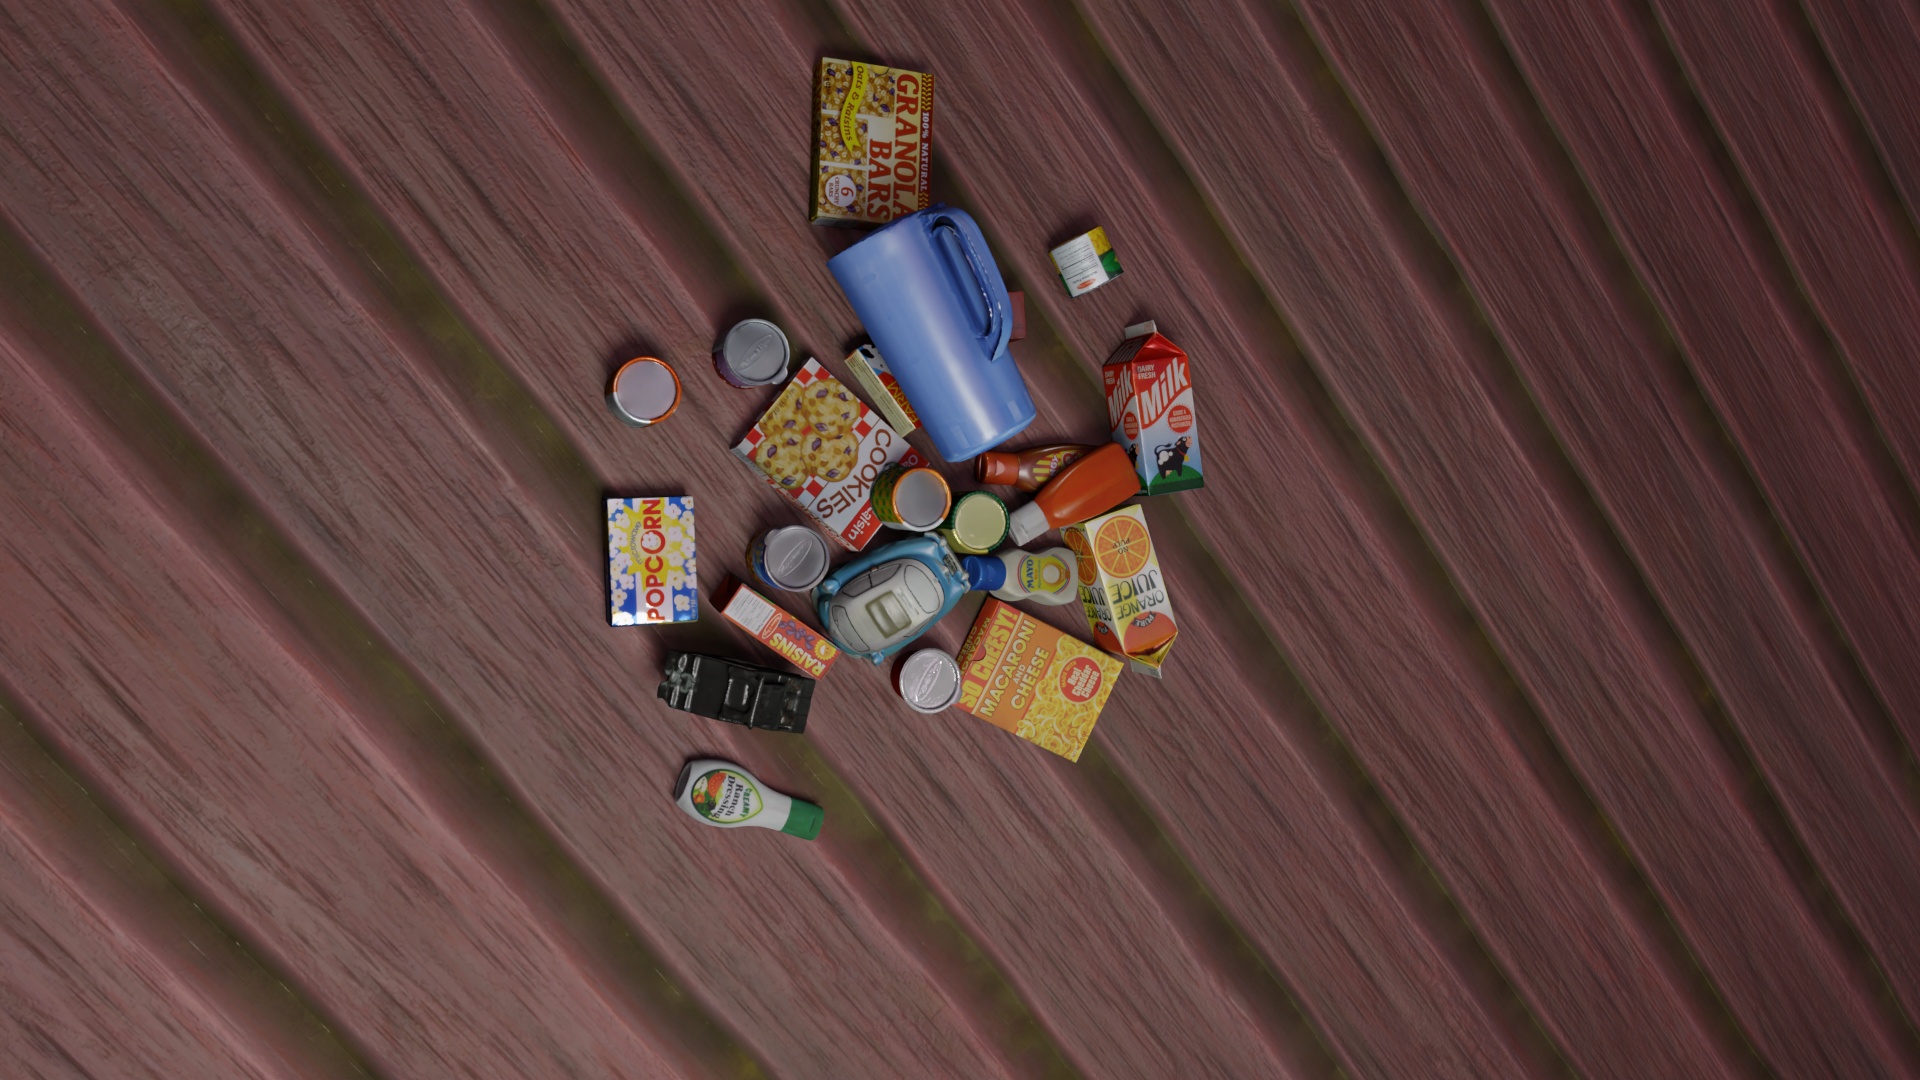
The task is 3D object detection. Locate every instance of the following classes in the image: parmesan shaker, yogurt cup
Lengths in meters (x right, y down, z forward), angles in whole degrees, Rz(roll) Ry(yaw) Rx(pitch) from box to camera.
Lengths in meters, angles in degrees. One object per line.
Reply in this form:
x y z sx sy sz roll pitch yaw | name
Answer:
0.005 -0.018 1.452 0.071 0.103 0.071 0 91 -22 | parmesan shaker
-0.040 0.145 1.461 0.072 0.054 0.072 0 90 -22 | yogurt cup

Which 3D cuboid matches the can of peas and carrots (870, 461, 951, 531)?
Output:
-0.051 -0.045 1.408 0.071 0.058 0.071 -1 93 -26 | can of peas and carrots

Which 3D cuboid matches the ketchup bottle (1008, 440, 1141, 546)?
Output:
0.117 -0.046 1.486 0.149 0.043 0.064 -30 104 -9 | ketchup bottle

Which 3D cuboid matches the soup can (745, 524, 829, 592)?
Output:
-0.176 0.015 1.390 0.071 0.083 0.071 0 90 -22 | soup can

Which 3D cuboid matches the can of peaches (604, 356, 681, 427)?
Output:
-0.307 -0.146 1.350 0.071 0.058 0.071 0 91 -21 | can of peaches

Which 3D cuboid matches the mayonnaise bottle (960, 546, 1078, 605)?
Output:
0.063 0.037 1.483 0.148 0.041 0.065 3 84 -43 | mayonnaise bottle

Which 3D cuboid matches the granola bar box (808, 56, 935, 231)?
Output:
-0.092 -0.408 1.445 0.124 0.039 0.165 2 90 -22 | granola bar box

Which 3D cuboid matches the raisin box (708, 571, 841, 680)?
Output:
-0.185 0.085 1.385 0.123 0.086 0.040 37 83 -18 | raisin box

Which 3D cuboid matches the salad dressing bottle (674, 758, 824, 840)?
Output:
-0.211 0.264 1.398 0.147 0.044 0.064 22 81 -21 | salad dressing bottle

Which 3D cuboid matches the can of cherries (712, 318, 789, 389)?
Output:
-0.209 -0.183 1.389 0.071 0.058 0.071 0 90 -23 | can of cherries

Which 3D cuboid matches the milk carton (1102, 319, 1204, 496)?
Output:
0.212 -0.147 1.551 0.073 0.072 0.190 -10 94 -21 | milk carton

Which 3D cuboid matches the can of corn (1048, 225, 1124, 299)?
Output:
0.138 -0.307 1.526 0.071 0.071 0.058 -31 101 -19 | can of corn

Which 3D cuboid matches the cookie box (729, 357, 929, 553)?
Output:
-0.133 -0.086 1.431 0.167 0.040 0.123 41 76 -16 | cookie box

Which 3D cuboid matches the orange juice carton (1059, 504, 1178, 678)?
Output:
0.180 0.060 1.540 0.073 0.072 0.192 -20 97 -20 | orange juice carton

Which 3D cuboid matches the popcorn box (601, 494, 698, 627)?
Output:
-0.305 0.019 1.362 0.085 0.038 0.126 -2 91 -21 | popcorn box

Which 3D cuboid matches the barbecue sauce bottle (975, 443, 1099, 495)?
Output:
0.091 -0.076 1.518 0.149 0.043 0.065 2 92 -22 | barbecue sauce bottle

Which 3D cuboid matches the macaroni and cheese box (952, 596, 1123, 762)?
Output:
0.079 0.151 1.511 0.166 0.040 0.124 27 86 -20 | macaroni and cheese box

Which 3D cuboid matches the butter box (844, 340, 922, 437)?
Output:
-0.072 -0.160 1.443 0.103 0.024 0.053 53 37 -5 | butter box
